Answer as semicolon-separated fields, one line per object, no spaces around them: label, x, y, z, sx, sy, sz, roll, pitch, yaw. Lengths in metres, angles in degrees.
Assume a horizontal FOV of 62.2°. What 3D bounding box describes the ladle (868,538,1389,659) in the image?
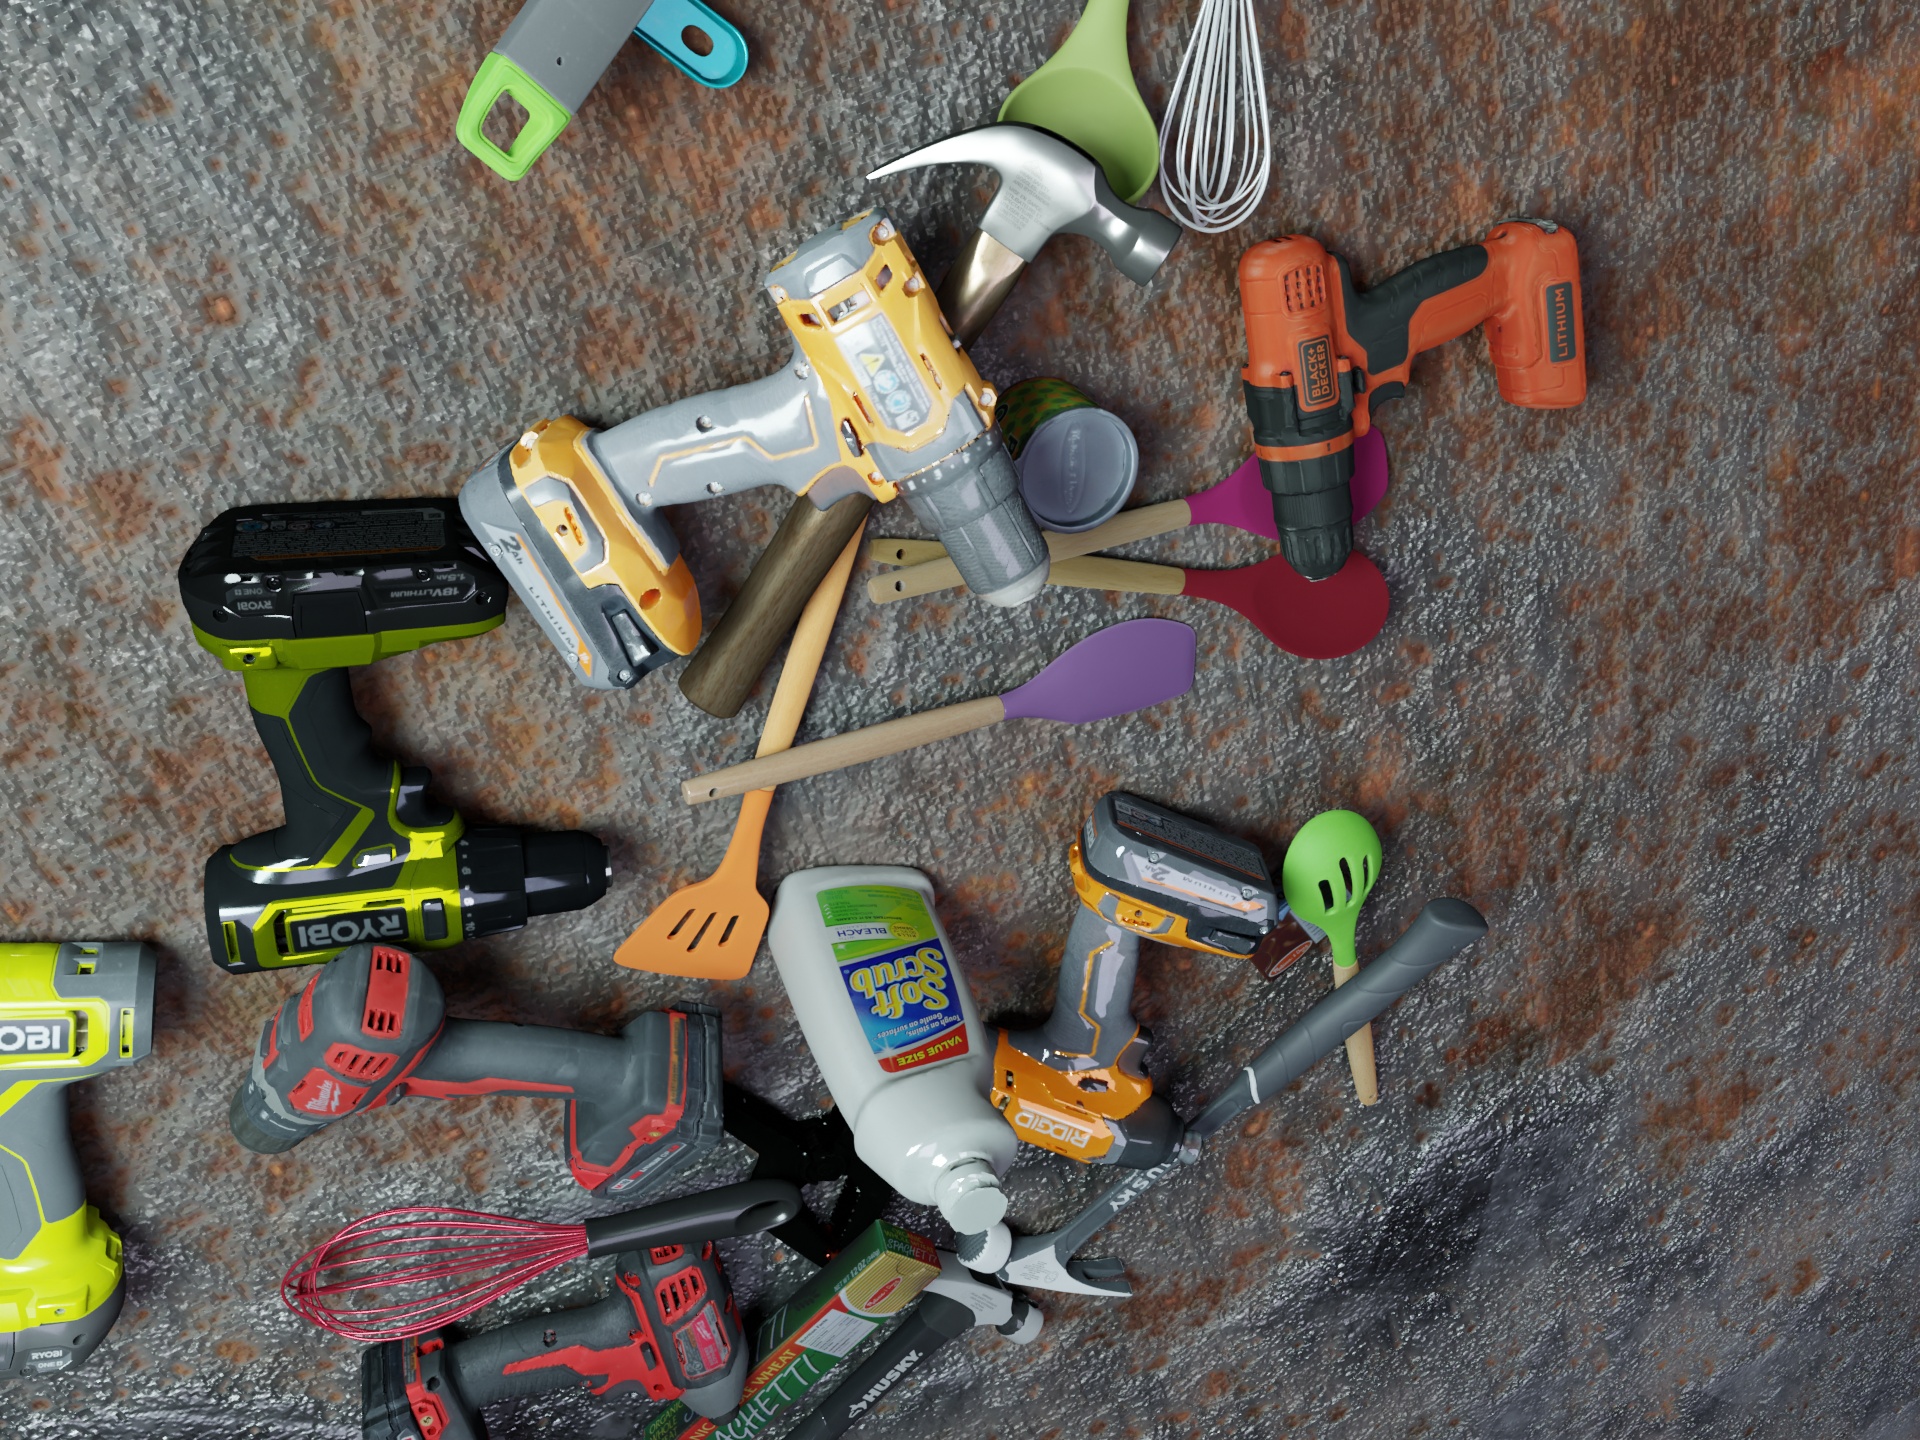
ladle;0.099;-0.078;0.886;0.315;0.031;0.069;4;103;-22

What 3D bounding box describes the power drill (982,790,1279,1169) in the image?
power drill;0.107;0.173;0.970;0.164;0.084;0.226;22;110;-7

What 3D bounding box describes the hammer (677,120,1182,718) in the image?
hammer;-0.045;-0.132;0.760;0.130;0.031;0.331;34;114;-8

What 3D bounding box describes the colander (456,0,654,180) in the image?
colander;-0.050;-0.363;0.586;0.204;0.095;0.397;34;92;-45

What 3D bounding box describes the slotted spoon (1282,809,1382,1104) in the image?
slotted spoon;0.260;0.172;1.058;0.070;0.031;0.313;-29;135;-9

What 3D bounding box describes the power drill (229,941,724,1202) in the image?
power drill;-0.258;0.195;0.840;0.226;0.080;0.188;20;137;-32

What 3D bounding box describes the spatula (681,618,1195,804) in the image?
spatula;-0.001;-0.003;0.872;0.316;0.018;0.059;-16;121;-24

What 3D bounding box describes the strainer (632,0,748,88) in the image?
strainer;-0.212;-0.338;0.577;0.340;0.095;0.211;30;103;-30

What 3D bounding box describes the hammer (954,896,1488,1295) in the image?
hammer;0.183;0.256;1.055;0.149;0.036;0.409;32;112;-35

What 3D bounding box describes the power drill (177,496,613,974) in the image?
power drill;-0.266;0.015;0.760;0.190;0.080;0.228;-5;121;-18

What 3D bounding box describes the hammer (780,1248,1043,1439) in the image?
hammer;-0.103;0.496;1.110;0.335;0.035;0.146;-45;124;6

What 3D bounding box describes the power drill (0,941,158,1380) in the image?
power drill;-0.492;0.211;0.777;0.171;0.080;0.223;3;112;-24

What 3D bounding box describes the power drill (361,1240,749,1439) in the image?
power drill;-0.239;0.406;0.973;0.219;0.079;0.143;-20;111;-15

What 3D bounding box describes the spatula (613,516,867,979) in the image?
spatula;-0.103;0.009;0.856;0.081;0.041;0.322;12;107;-27

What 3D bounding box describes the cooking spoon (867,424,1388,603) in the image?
cooking spoon;0.099;-0.108;0.861;0.319;0.017;0.068;-16;107;-19

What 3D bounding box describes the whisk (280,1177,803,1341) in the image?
whisk;-0.237;0.305;0.925;0.295;0.073;0.073;-6;119;-16

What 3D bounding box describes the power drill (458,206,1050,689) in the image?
power drill;-0.084;-0.097;0.722;0.226;0.084;0.185;-27;112;12

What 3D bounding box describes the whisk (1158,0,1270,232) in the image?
whisk;0.125;-0.354;0.739;0.058;0.059;0.246;-31;129;-50

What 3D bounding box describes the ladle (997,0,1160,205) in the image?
ladle;0.083;-0.380;0.699;0.078;0.062;0.320;12;110;-6
